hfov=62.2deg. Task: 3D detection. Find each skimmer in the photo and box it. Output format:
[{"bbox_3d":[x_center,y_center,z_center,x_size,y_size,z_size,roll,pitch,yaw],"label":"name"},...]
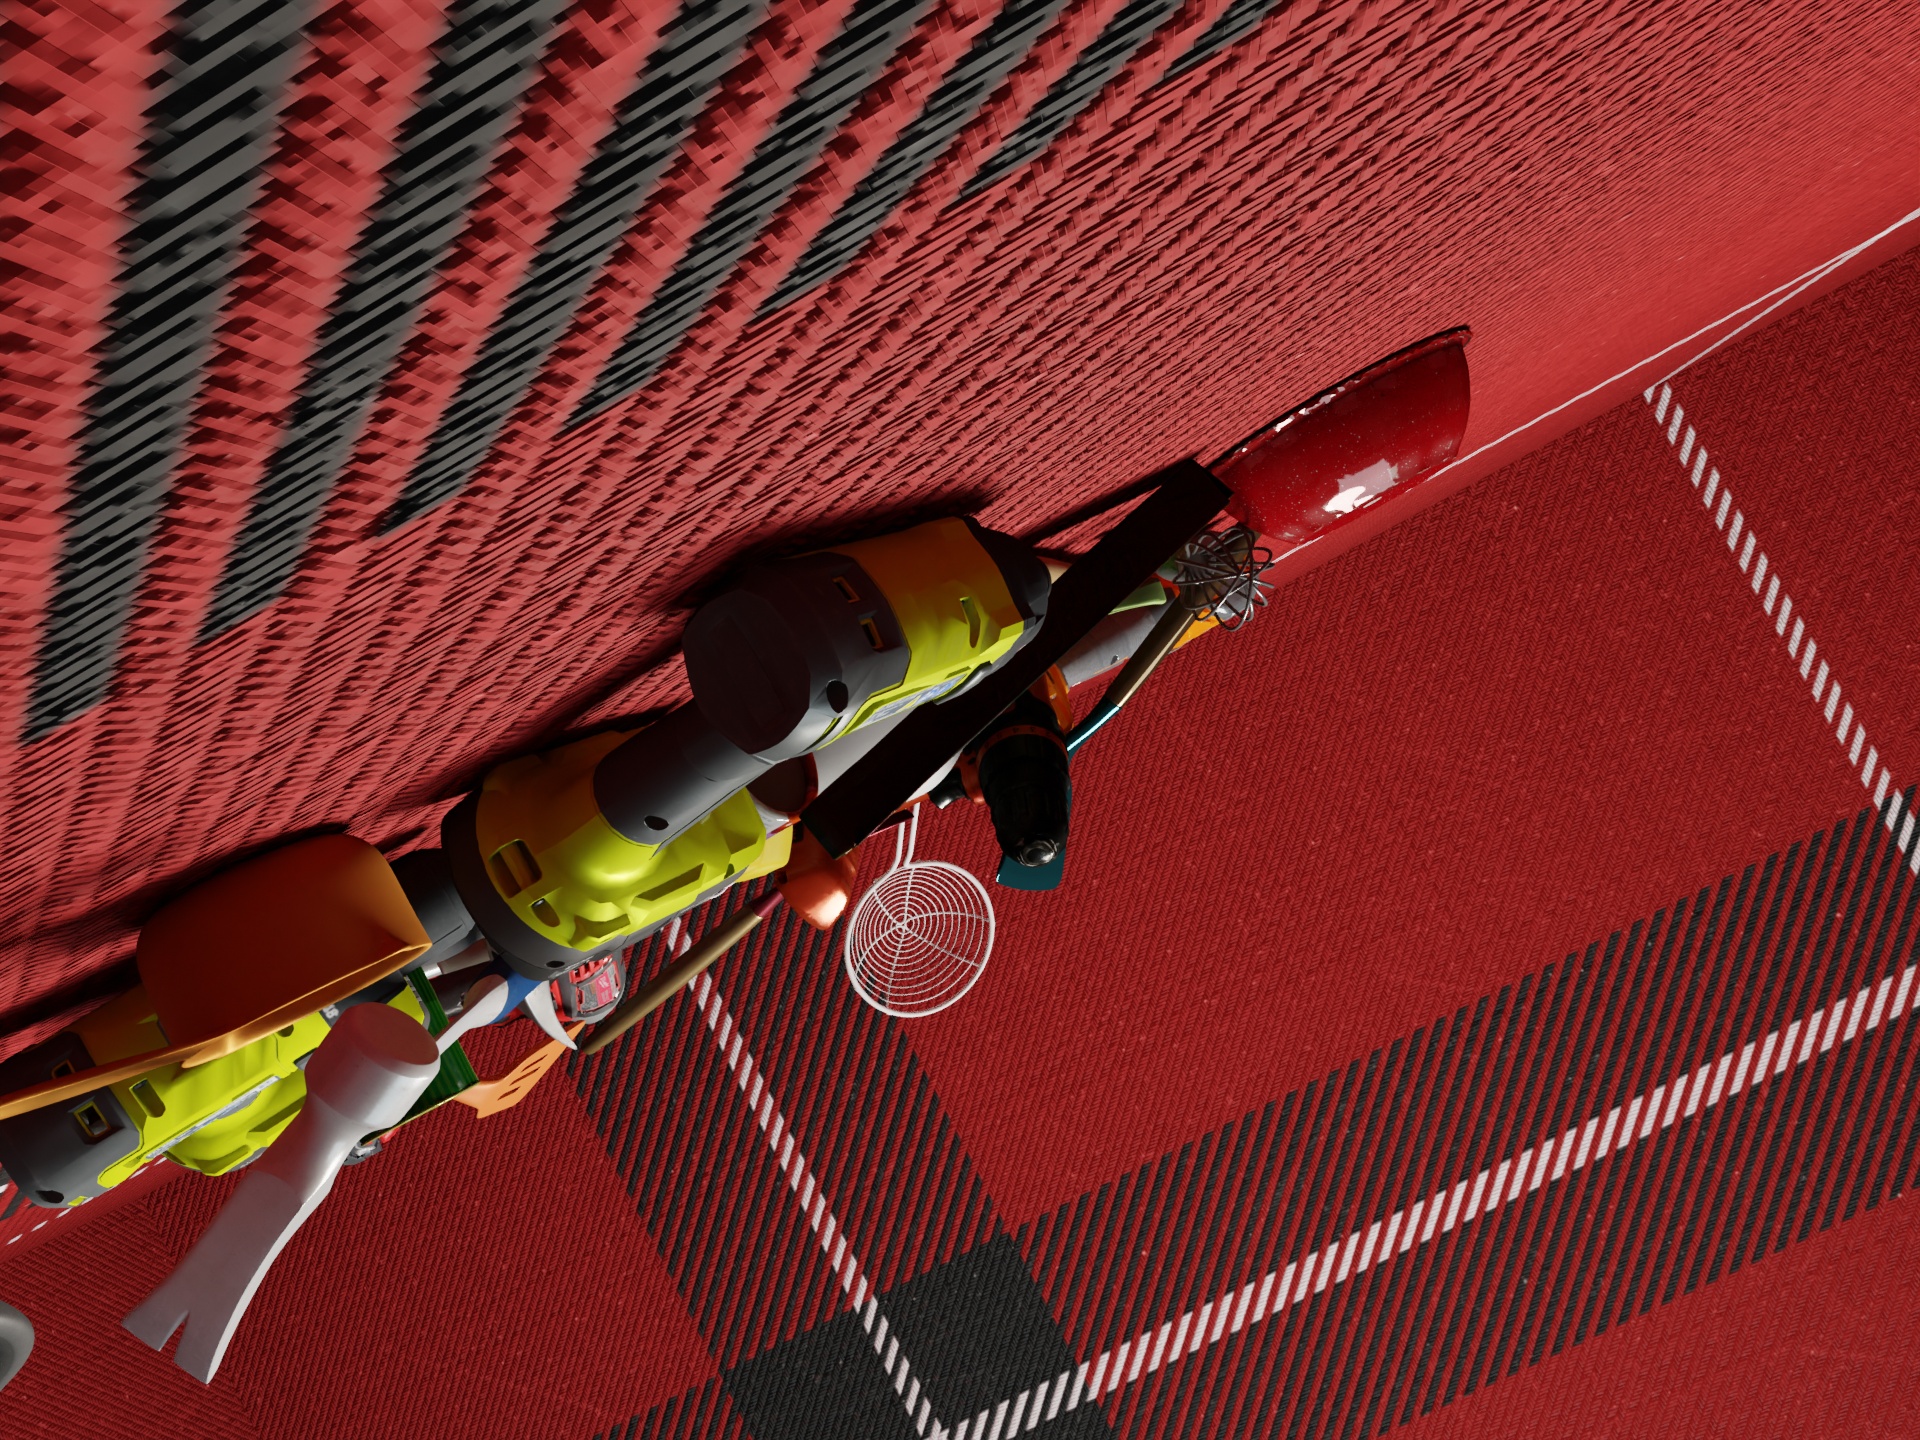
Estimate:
[{"bbox_3d":[-0.023,0.097,1.137,0.127,0.090,0.363,-22,151,-18],"label":"skimmer"}]

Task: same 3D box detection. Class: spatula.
[{"bbox_3d":[0.121,-0.026,1.009,0.317,0.044,0.082,-53,148,14],"label":"spatula"},{"bbox_3d":[-0.349,0.205,0.945,0.081,0.041,0.322,-49,147,11],"label":"spatula"}]

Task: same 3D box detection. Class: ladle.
[{"bbox_3d":[-0.156,0.145,1.096,0.315,0.031,0.069,-39,171,20],"label":"ladle"}]

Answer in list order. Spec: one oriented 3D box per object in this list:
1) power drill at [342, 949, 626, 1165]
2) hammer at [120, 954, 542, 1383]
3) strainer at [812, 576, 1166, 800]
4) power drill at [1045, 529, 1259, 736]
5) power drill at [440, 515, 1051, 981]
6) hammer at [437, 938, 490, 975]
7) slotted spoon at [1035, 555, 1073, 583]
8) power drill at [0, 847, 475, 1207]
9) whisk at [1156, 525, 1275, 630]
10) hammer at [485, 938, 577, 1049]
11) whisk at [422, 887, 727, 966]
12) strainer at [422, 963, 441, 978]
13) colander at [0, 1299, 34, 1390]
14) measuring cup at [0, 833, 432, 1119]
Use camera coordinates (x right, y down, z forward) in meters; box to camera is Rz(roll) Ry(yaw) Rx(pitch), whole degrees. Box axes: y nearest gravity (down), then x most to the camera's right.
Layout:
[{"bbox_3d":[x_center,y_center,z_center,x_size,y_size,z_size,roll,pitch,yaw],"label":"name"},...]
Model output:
[{"bbox_3d":[-0.327,0.198,1.060,0.219,0.079,0.143,-25,149,-22],"label":"power drill"},{"bbox_3d":[-0.210,0.126,0.675,0.144,0.035,0.405,-52,-177,7],"label":"hammer"},{"bbox_3d":[-0.001,-0.003,0.855,0.256,0.069,0.151,-21,178,20],"label":"strainer"},{"bbox_3d":[0.087,-0.045,1.124,0.226,0.084,0.164,-31,178,-24],"label":"power drill"},{"bbox_3d":[-0.074,0.005,0.585,0.223,0.080,0.171,-34,174,35],"label":"power drill"},{"bbox_3d":[-0.185,0.078,1.155,0.410,0.038,0.146,-26,175,-24],"label":"hammer"},{"bbox_3d":[0.051,-0.073,0.835,0.070,0.031,0.313,-36,173,15],"label":"slotted spoon"},{"bbox_3d":[-0.297,0.131,0.696,0.190,0.080,0.228,-33,177,-21],"label":"power drill"},{"bbox_3d":[0.137,-0.087,0.915,0.055,0.055,0.239,-28,-171,2],"label":"whisk"},{"bbox_3d":[-0.151,0.078,1.009,0.335,0.035,0.146,-33,143,-39],"label":"hammer"},{"bbox_3d":[-0.242,0.108,0.998,0.070,0.070,0.284,-31,171,38],"label":"whisk"},{"bbox_3d":[-0.312,0.152,1.178,0.258,0.050,0.087,-19,-160,-29],"label":"strainer"},{"bbox_3d":[-0.514,0.237,0.617,0.204,0.095,0.396,-26,158,-23],"label":"colander"},{"bbox_3d":[-0.250,0.080,0.507,0.095,0.052,0.173,-29,175,23],"label":"measuring cup"}]
